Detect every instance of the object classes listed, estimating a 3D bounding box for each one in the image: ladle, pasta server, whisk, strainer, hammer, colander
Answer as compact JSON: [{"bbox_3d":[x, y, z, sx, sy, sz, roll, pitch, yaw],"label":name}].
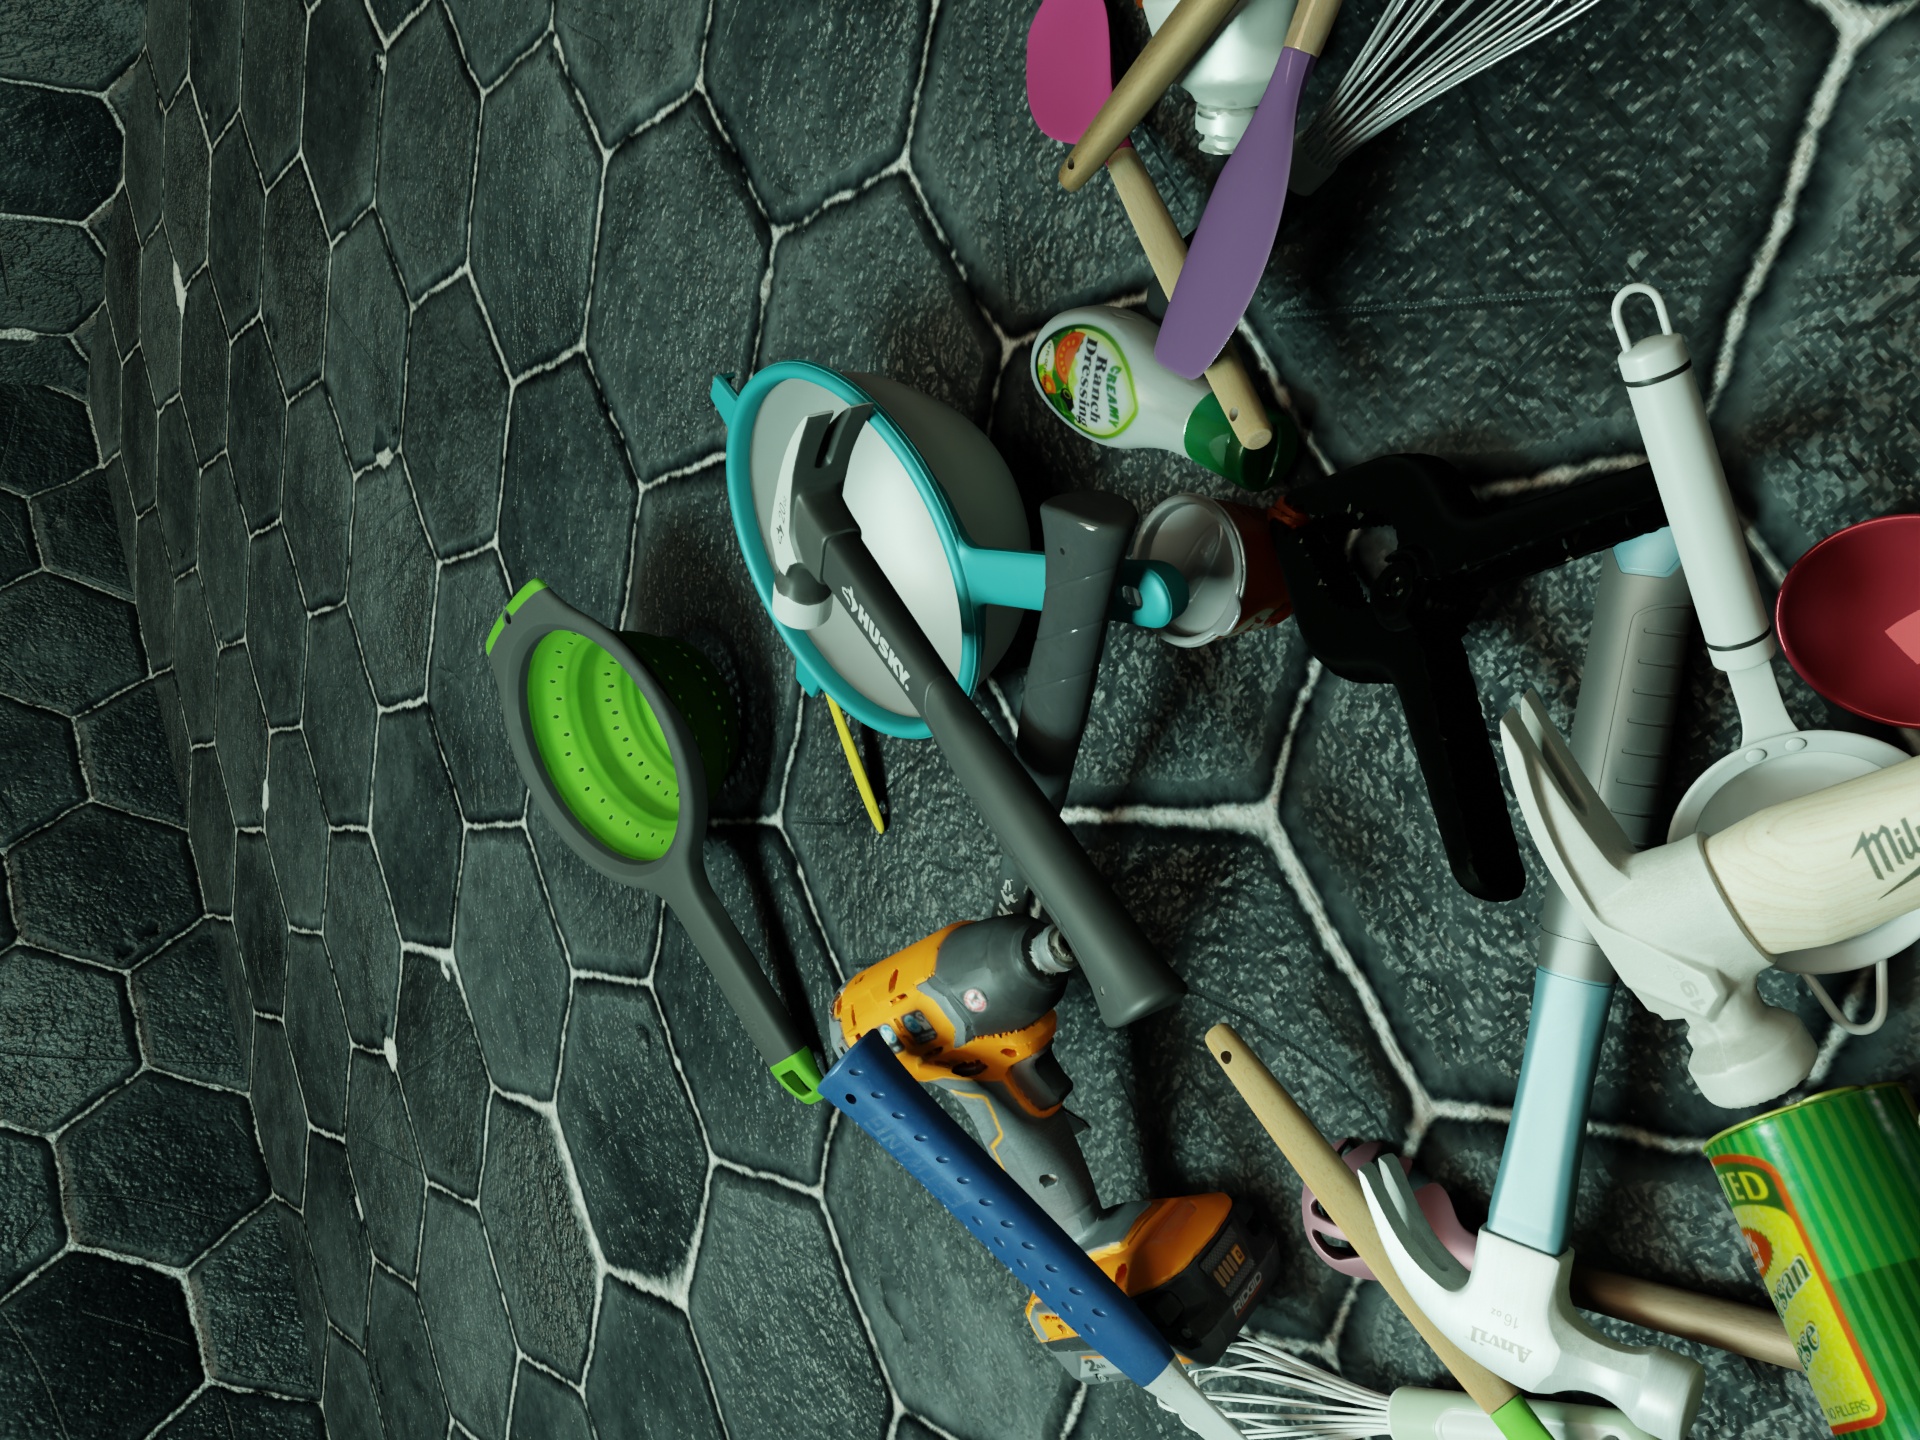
[{"bbox_3d":[0.380,-0.002,0.416,0.316,0.031,0.069,21,119,47],"label":"ladle"},{"bbox_3d":[0.255,0.216,0.603,0.316,0.040,0.060,-1,94,48],"label":"pasta server"},{"bbox_3d":[0.184,0.299,0.685,0.246,0.059,0.058,-18,78,46],"label":"whisk"},{"bbox_3d":[0.162,-0.248,0.645,0.284,0.070,0.070,-38,65,53],"label":"whisk"},{"bbox_3d":[0.252,-0.018,0.506,0.087,0.050,0.258,-18,109,24],"label":"strainer"},{"bbox_3d":[-0.001,-0.002,0.715,0.335,0.035,0.146,55,150,32],"label":"hammer"},{"bbox_3d":[0.010,-0.093,0.810,0.341,0.095,0.210,14,125,50],"label":"strainer"},{"bbox_3d":[-0.178,0.075,1.101,0.204,0.094,0.397,-37,83,47],"label":"colander"},{"bbox_3d":[0.228,0.079,0.578,0.128,0.033,0.331,12,96,37],"label":"hammer"},{"bbox_3d":[0.337,-0.022,0.391,0.410,0.038,0.146,-34,89,41],"label":"hammer"},{"bbox_3d":[0.091,0.294,0.691,0.405,0.035,0.144,43,132,11],"label":"hammer"},{"bbox_3d":[0.034,0.059,0.769,0.149,0.036,0.408,48,147,33],"label":"hammer"}]

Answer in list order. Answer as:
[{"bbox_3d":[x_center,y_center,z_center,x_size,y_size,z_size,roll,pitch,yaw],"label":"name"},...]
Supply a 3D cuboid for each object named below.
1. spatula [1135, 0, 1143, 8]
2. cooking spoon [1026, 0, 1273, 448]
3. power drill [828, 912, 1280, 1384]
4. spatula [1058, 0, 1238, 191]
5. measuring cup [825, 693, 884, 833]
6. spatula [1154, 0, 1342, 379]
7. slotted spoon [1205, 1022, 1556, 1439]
[{"bbox_3d":[0.168,-0.408,0.642,0.322,0.041,0.081,-16,82,47],"label":"spatula"},{"bbox_3d":[0.082,-0.241,0.730,0.068,0.017,0.319,-52,43,42],"label":"cooking spoon"},{"bbox_3d":[0.049,0.195,0.754,0.226,0.084,0.164,54,137,0],"label":"power drill"},{"bbox_3d":[0.126,-0.300,0.605,0.317,0.044,0.082,-36,70,58],"label":"spatula"},{"bbox_3d":[-0.064,-0.008,0.984,0.156,0.029,0.062,71,163,-4],"label":"measuring cup"},{"bbox_3d":[0.144,-0.286,0.619,0.060,0.018,0.315,48,123,57],"label":"spatula"},{"bbox_3d":[0.194,0.247,0.626,0.070,0.031,0.314,-51,59,25],"label":"slotted spoon"}]
